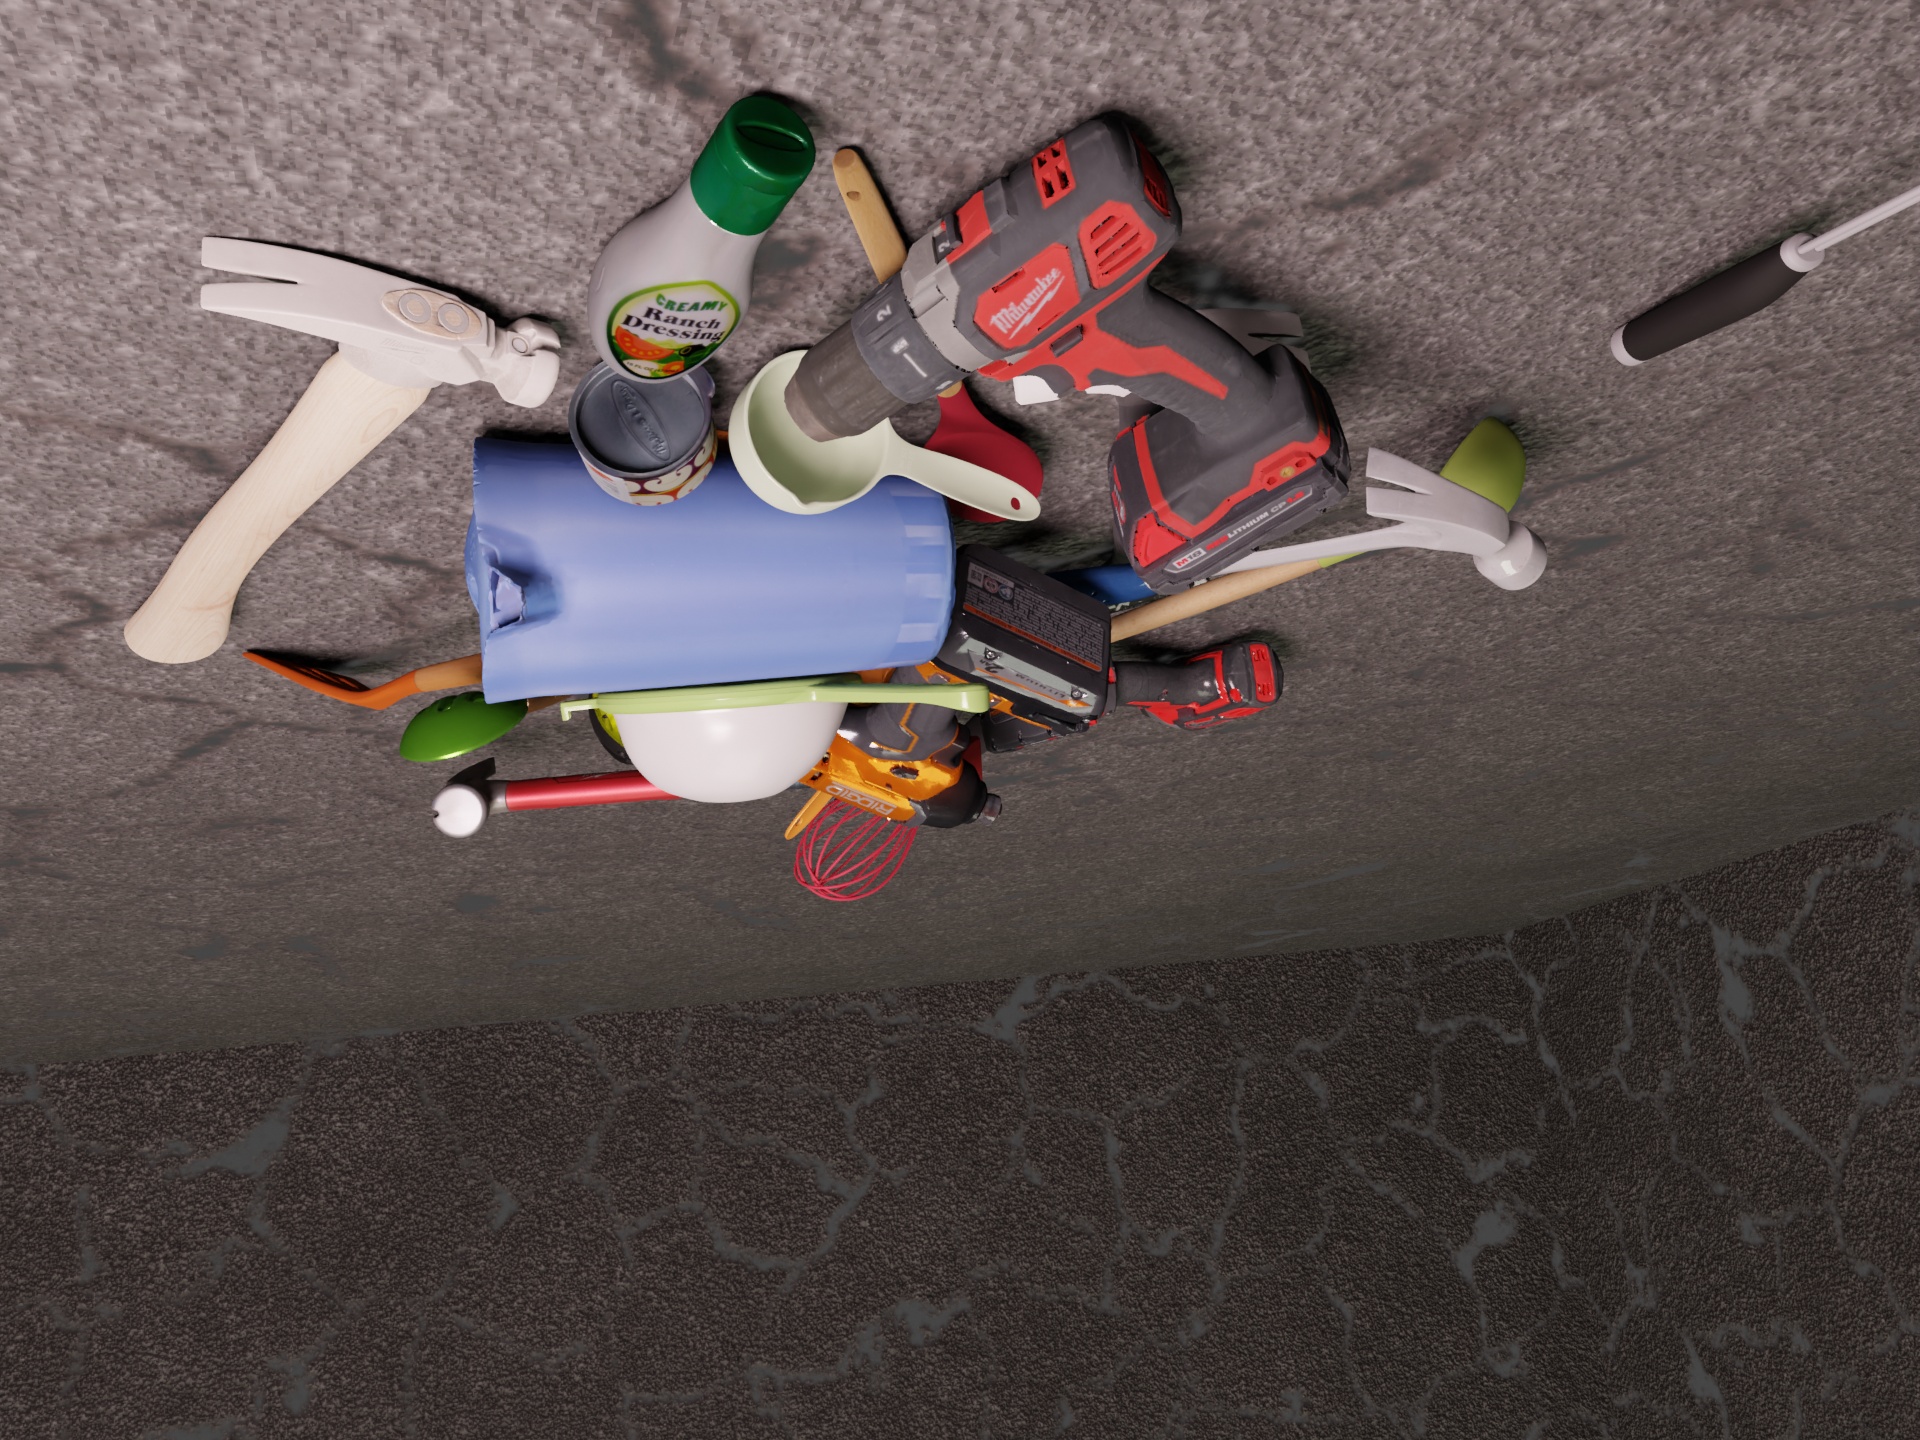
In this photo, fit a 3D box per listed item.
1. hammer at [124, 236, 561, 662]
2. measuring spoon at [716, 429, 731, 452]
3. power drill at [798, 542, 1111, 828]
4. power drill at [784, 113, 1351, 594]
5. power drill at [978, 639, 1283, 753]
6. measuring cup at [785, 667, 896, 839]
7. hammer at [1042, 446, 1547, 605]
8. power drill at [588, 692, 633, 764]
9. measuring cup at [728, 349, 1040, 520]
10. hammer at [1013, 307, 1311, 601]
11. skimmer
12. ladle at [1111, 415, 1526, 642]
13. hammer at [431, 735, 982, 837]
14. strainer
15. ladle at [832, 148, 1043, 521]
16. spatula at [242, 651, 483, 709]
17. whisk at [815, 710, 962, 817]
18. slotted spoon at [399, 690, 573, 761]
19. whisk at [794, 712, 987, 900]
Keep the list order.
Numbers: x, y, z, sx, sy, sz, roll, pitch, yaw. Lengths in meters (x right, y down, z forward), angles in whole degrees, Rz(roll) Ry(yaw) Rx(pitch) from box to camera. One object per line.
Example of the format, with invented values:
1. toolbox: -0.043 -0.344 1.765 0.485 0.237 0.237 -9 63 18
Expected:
1. hammer: -0.360 -0.111 0.799 0.146 0.038 0.410 8 157 -40
2. measuring spoon: -0.125 -0.143 0.838 0.116 0.011 0.021 2 161 -30
3. power drill: -0.002 -0.003 0.993 0.164 0.084 0.226 24 142 -23
4. power drill: 0.052 -0.145 0.716 0.188 0.080 0.226 -29 141 27
5. power drill: 0.128 -0.023 1.239 0.219 0.078 0.143 -2 171 -32
6. measuring cup: -0.083 0.002 1.110 0.173 0.052 0.095 -52 158 -8
7. hammer: 0.120 -0.089 0.941 0.405 0.035 0.144 -6 163 42
8. power drill: -0.150 -0.048 1.034 0.190 0.080 0.228 -5 161 -19
9. measuring cup: -0.037 -0.126 0.792 0.167 0.083 0.038 16 165 -29
10. hammer: 0.111 -0.140 0.921 0.146 0.035 0.334 -8 163 3
11. skimmer: 0.408 -0.255 0.686 0.127 0.090 0.363 -5 173 -18
12. ladle: 0.198 -0.107 1.006 0.320 0.062 0.078 -19 176 29
13. hammer: -0.178 0.041 1.174 0.386 0.038 0.143 -4 -172 -4
14. strainer: -0.087 0.011 0.875 0.256 0.069 0.151 1 -175 38
15. ladle: -0.013 -0.173 0.767 0.069 0.031 0.315 -4 162 11
16. spatula: -0.311 -0.037 0.969 0.322 0.041 0.081 -8 164 32
17. whisk: -0.062 0.030 1.388 0.055 0.055 0.239 3 157 -32
18. slotted spoon: -0.271 -0.013 0.986 0.070 0.031 0.314 -13 -173 2
19. whisk: -0.034 0.053 1.247 0.073 0.073 0.296 -23 -168 40
